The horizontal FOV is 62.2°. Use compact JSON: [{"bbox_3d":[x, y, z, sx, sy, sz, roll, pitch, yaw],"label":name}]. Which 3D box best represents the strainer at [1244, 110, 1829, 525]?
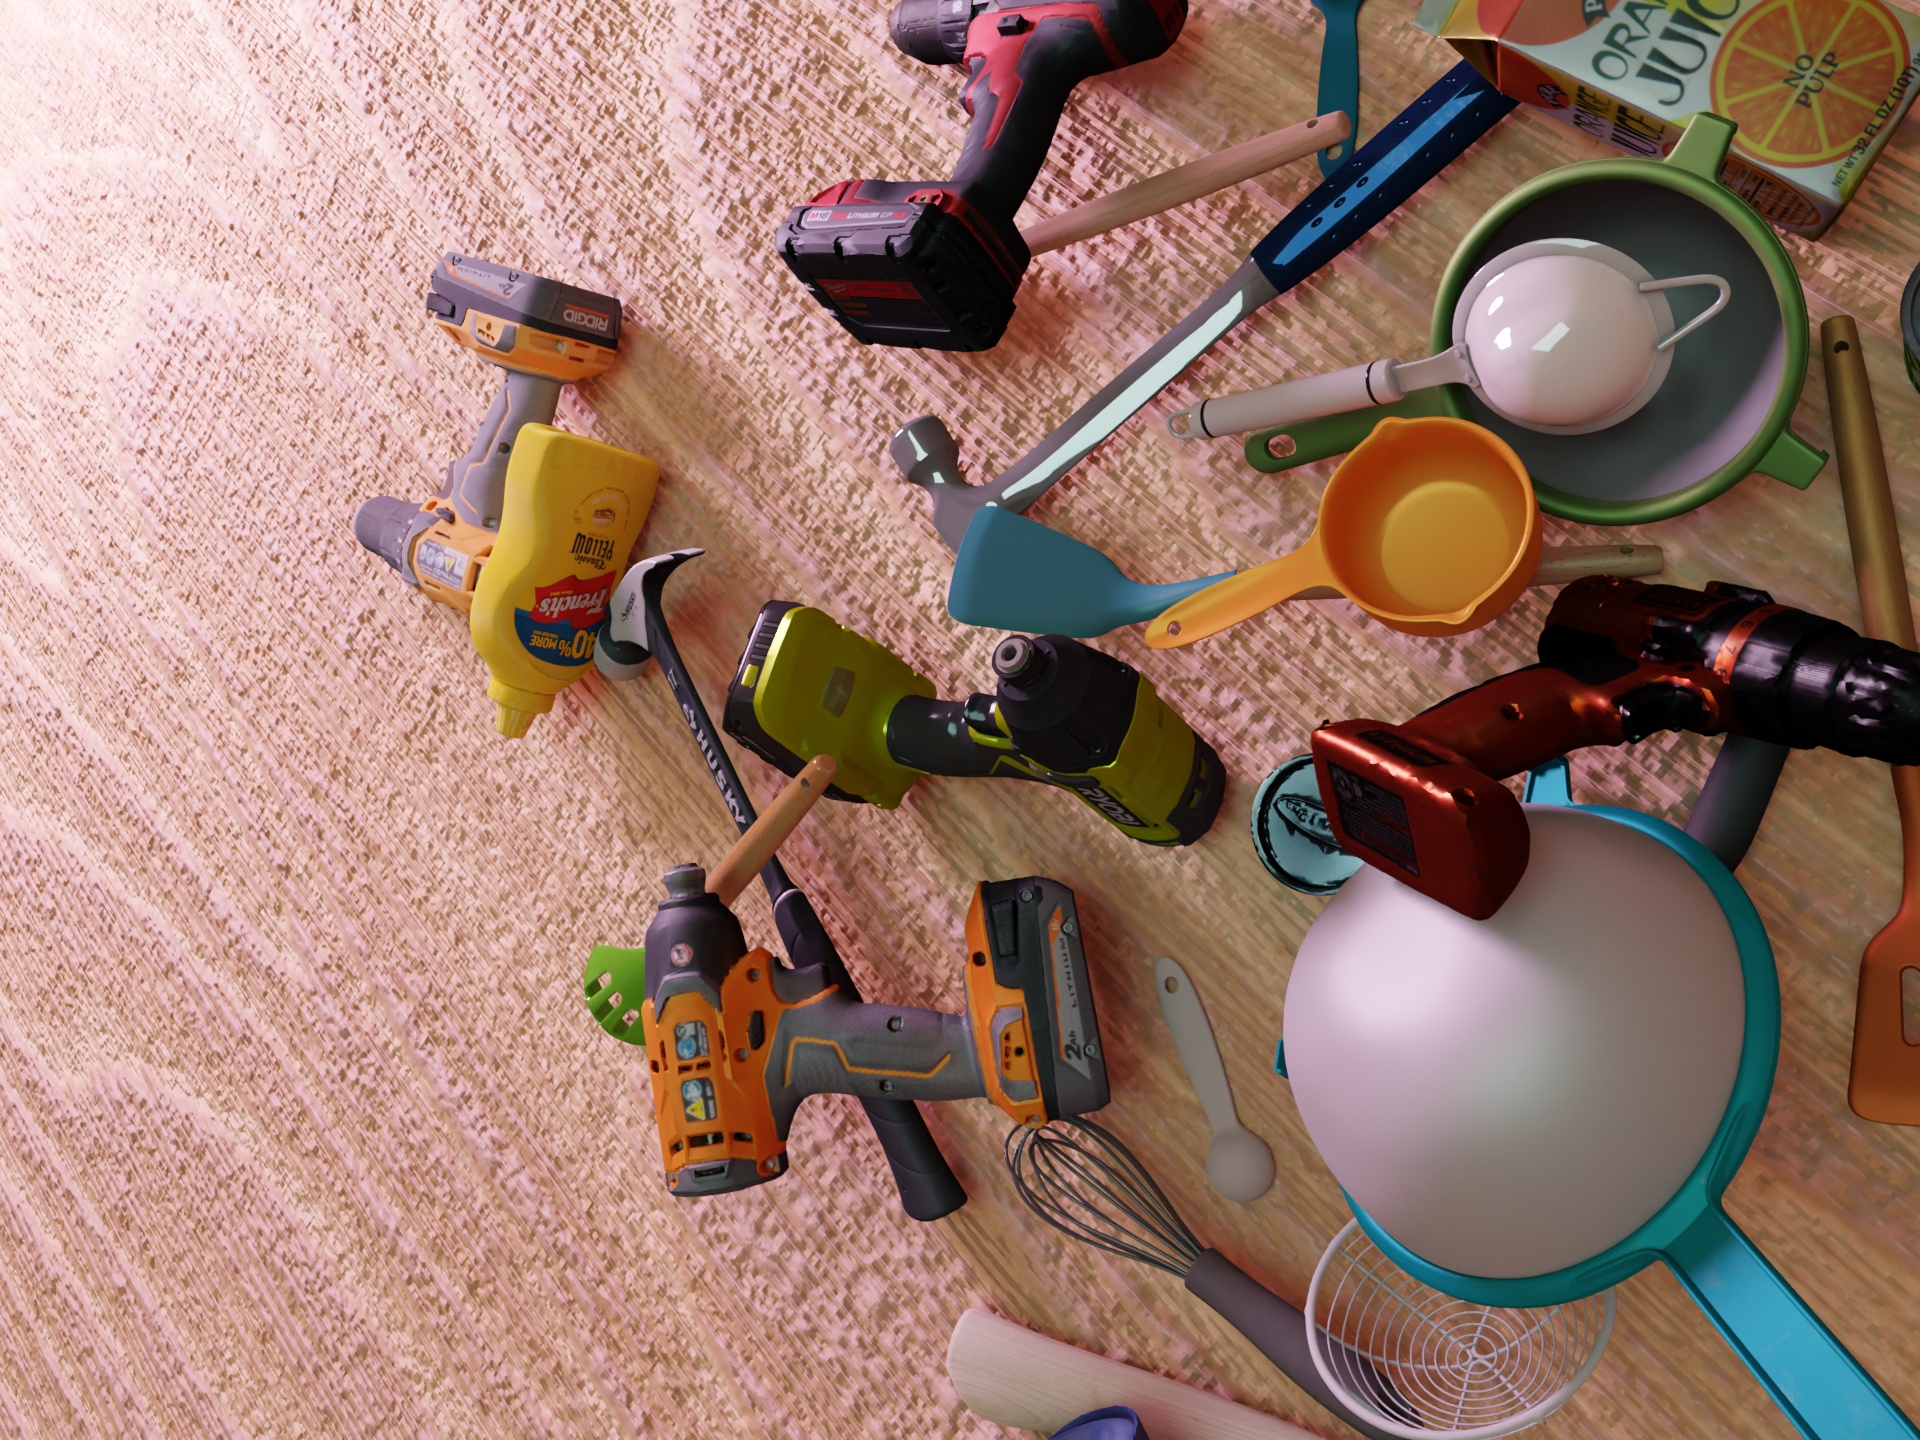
[{"bbox_3d":[0.245,-0.156,0.708,0.256,0.069,0.151,-10,107,46],"label":"strainer"}]

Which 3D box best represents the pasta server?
[{"bbox_3d":[0.051,-0.259,0.822,0.316,0.040,0.060,-7,60,40],"label":"pasta server"}]

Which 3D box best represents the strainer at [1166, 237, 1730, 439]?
[{"bbox_3d":[0.191,-0.145,0.685,0.258,0.050,0.086,-3,126,46],"label":"strainer"}]

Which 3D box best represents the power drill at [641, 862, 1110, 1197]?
[{"bbox_3d":[-0.049,0.139,0.798,0.226,0.084,0.164,-11,83,4],"label":"power drill"}]

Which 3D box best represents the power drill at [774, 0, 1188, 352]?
[{"bbox_3d":[-0.003,-0.308,0.828,0.188,0.080,0.227,17,73,43],"label":"power drill"}]

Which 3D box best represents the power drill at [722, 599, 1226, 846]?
[{"bbox_3d":[-0.001,-0.003,0.783,0.223,0.171,0.080,6,70,36],"label":"power drill"}]

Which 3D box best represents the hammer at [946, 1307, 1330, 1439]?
[{"bbox_3d":[0.174,0.340,0.723,0.411,0.038,0.146,9,89,32],"label":"hammer"}]

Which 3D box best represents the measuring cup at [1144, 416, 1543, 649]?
[{"bbox_3d":[0.166,-0.063,0.691,0.173,0.052,0.095,-23,70,24],"label":"measuring cup"}]

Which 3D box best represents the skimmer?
[{"bbox_3d":[0.257,0.125,0.656,0.127,0.090,0.363,32,103,59],"label":"skimmer"}]

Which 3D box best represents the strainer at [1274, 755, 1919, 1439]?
[{"bbox_3d":[0.214,0.142,0.576,0.211,0.095,0.341,-53,26,14],"label":"strainer"}]

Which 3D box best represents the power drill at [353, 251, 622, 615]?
[{"bbox_3d":[-0.322,-0.186,1.052,0.185,0.084,0.226,23,102,33],"label":"power drill"}]

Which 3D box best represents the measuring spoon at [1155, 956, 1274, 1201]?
[{"bbox_3d":[0.118,0.175,0.781,0.034,0.018,0.124,-28,71,27],"label":"measuring spoon"}]

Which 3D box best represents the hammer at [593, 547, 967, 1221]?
[{"bbox_3d":[-0.101,0.087,0.890,0.409,0.036,0.149,61,149,15],"label":"hammer"}]

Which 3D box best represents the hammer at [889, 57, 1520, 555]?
[{"bbox_3d":[0.145,-0.207,0.781,0.405,0.035,0.144,-39,73,22],"label":"hammer"}]

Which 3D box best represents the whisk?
[{"bbox_3d":[0.112,0.259,0.747,0.239,0.055,0.055,30,102,37],"label":"whisk"}]

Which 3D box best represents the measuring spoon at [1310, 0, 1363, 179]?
[{"bbox_3d":[0.183,-0.330,0.778,0.042,0.021,0.128,1,88,32],"label":"measuring spoon"}]

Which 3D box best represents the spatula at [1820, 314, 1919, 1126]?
[{"bbox_3d":[0.371,-0.007,0.625,0.081,0.041,0.323,-10,80,32],"label":"spatula"}]

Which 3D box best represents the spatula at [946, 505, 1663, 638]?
[{"bbox_3d":[0.153,-0.071,0.737,0.317,0.044,0.082,-2,47,21],"label":"spatula"}]

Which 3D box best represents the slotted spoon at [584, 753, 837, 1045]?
[{"bbox_3d":[-0.145,0.105,0.880,0.070,0.031,0.313,51,133,8],"label":"slotted spoon"}]
